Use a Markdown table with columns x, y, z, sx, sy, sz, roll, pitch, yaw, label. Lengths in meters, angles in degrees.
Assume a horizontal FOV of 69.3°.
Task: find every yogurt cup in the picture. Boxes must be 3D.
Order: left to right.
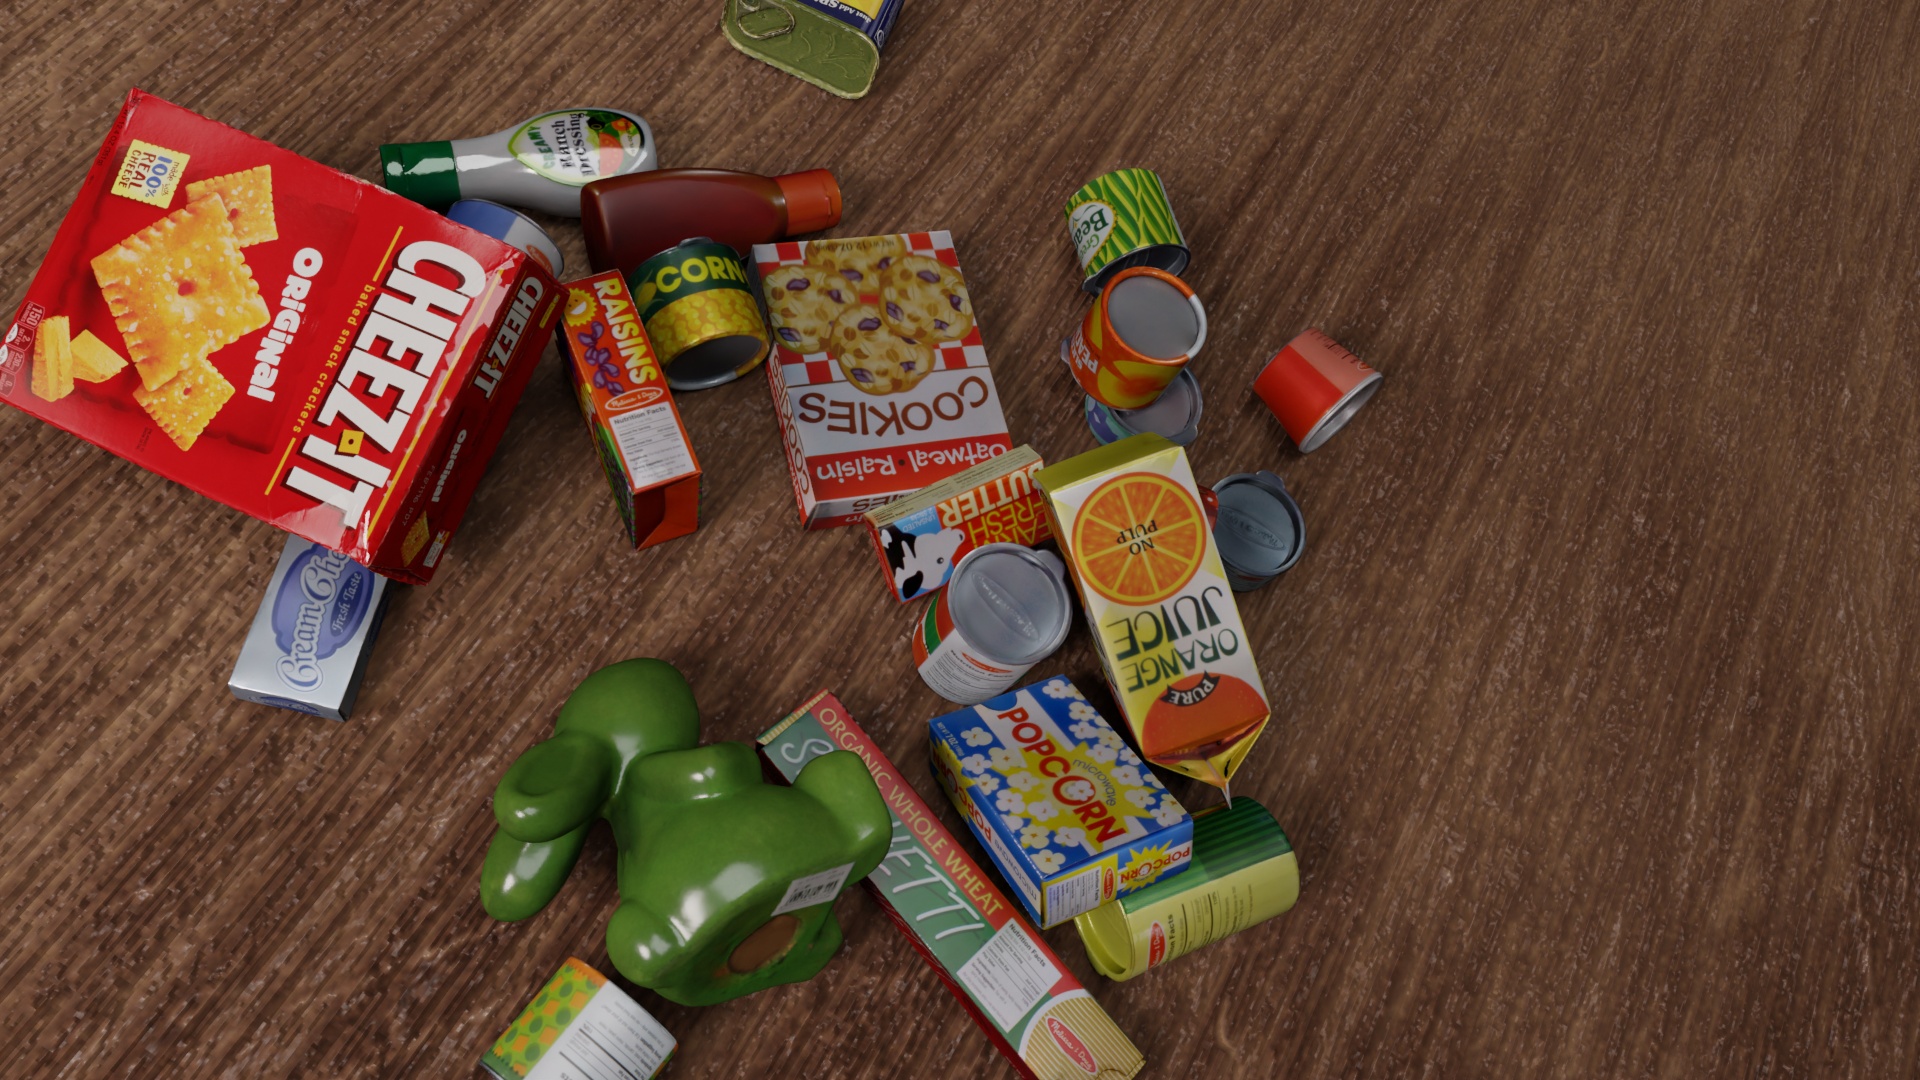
| x | y | z | sx | sy | sz | roll | pitch | yaw | label |
| --- | --- | --- | --- | --- | --- | --- | --- | --- | --- |
| 0.222 | -0.097 | 0.873 | 0.073 | 0.072 | 0.054 | -35 | 73 | -25 | yogurt cup |

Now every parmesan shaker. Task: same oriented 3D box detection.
| x | y | z | sx | sy | sz | roll | pitch | yaw | label |
| --- | --- | --- | --- | --- | --- | --- | --- | --- | --- |
| 0.115 | 0.182 | 0.727 | 0.103 | 0.071 | 0.071 | -15 | 73 | -22 | parmesan shaker |

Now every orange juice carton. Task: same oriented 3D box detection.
| x | y | z | sx | sy | sz | roll | pitch | yaw | label |
| --- | --- | --- | --- | --- | --- | --- | --- | --- | --- |
| 0.107 | 0.045 | 0.739 | 0.073 | 0.072 | 0.192 | -20 | 101 | -1 | orange juice carton |

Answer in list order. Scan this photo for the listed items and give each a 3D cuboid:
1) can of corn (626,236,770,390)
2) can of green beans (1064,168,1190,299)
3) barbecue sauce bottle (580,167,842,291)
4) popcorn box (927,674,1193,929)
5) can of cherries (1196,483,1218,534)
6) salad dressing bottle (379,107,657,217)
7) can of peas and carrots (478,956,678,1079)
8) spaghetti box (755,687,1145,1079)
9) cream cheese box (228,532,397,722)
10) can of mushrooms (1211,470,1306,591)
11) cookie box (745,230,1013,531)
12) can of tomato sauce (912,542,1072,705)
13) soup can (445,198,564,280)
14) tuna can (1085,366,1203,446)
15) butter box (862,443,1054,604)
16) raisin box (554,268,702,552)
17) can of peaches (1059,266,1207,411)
| x | y | z | sx | sy | sz | roll | pitch | yaw | label |
| --- | --- | --- | --- | --- | --- | --- | --- | --- | --- |
| -0.145 | -0.125 | 0.773 | 0.071 | 0.071 | 0.058 | -16 | 75 | -22 | can of corn |
| 0.104 | -0.192 | 0.876 | 0.071 | 0.071 | 0.058 | -11 | 71 | -20 | can of green beans |
| -0.142 | -0.188 | 0.808 | 0.149 | 0.064 | 0.044 | -18 | 30 | -28 | barbecue sauce bottle |
| 0.048 | 0.129 | 0.706 | 0.085 | 0.038 | 0.127 | -17 | 37 | -21 | popcorn box |
| 0.109 | -0.011 | 0.803 | 0.058 | 0.071 | 0.072 | 21 | 64 | -8 | can of cherries |
| -0.250 | -0.213 | 0.793 | 0.148 | 0.043 | 0.064 | -11 | 73 | -20 | salad dressing bottle |
| -0.171 | 0.230 | 0.623 | 0.071 | 0.070 | 0.059 | 39 | 63 | 2 | can of peas and carrots |
| -0.008 | 0.185 | 0.708 | 0.050 | 0.028 | 0.250 | -38 | 83 | -26 | spaghetti box |
| -0.313 | 0.033 | 0.684 | 0.053 | 0.024 | 0.104 | 14 | 65 | -9 | cream cheese box |
| 0.172 | -0.006 | 0.837 | 0.071 | 0.033 | 0.071 | 6 | 67 | -13 | can of mushrooms |
| -0.047 | -0.095 | 0.807 | 0.123 | 0.040 | 0.168 | -8 | 70 | -20 | cookie box |
| 0.016 | 0.045 | 0.742 | 0.071 | 0.082 | 0.071 | 6 | 67 | -14 | can of tomato sauce |
| -0.263 | -0.130 | 0.744 | 0.071 | 0.071 | 0.084 | 23 | 64 | -6 | soup can |
| 0.113 | -0.081 | 0.851 | 0.071 | 0.032 | 0.071 | 6 | 67 | -14 | tuna can |
| 0.003 | -0.010 | 0.768 | 0.104 | 0.053 | 0.024 | -24 | 33 | -12 | butter box |
| -0.176 | -0.067 | 0.731 | 0.040 | 0.085 | 0.123 | -20 | 75 | -17 | raisin box |
| 0.101 | -0.118 | 0.811 | 0.071 | 0.057 | 0.071 | 6 | 67 | -14 | can of peaches |
